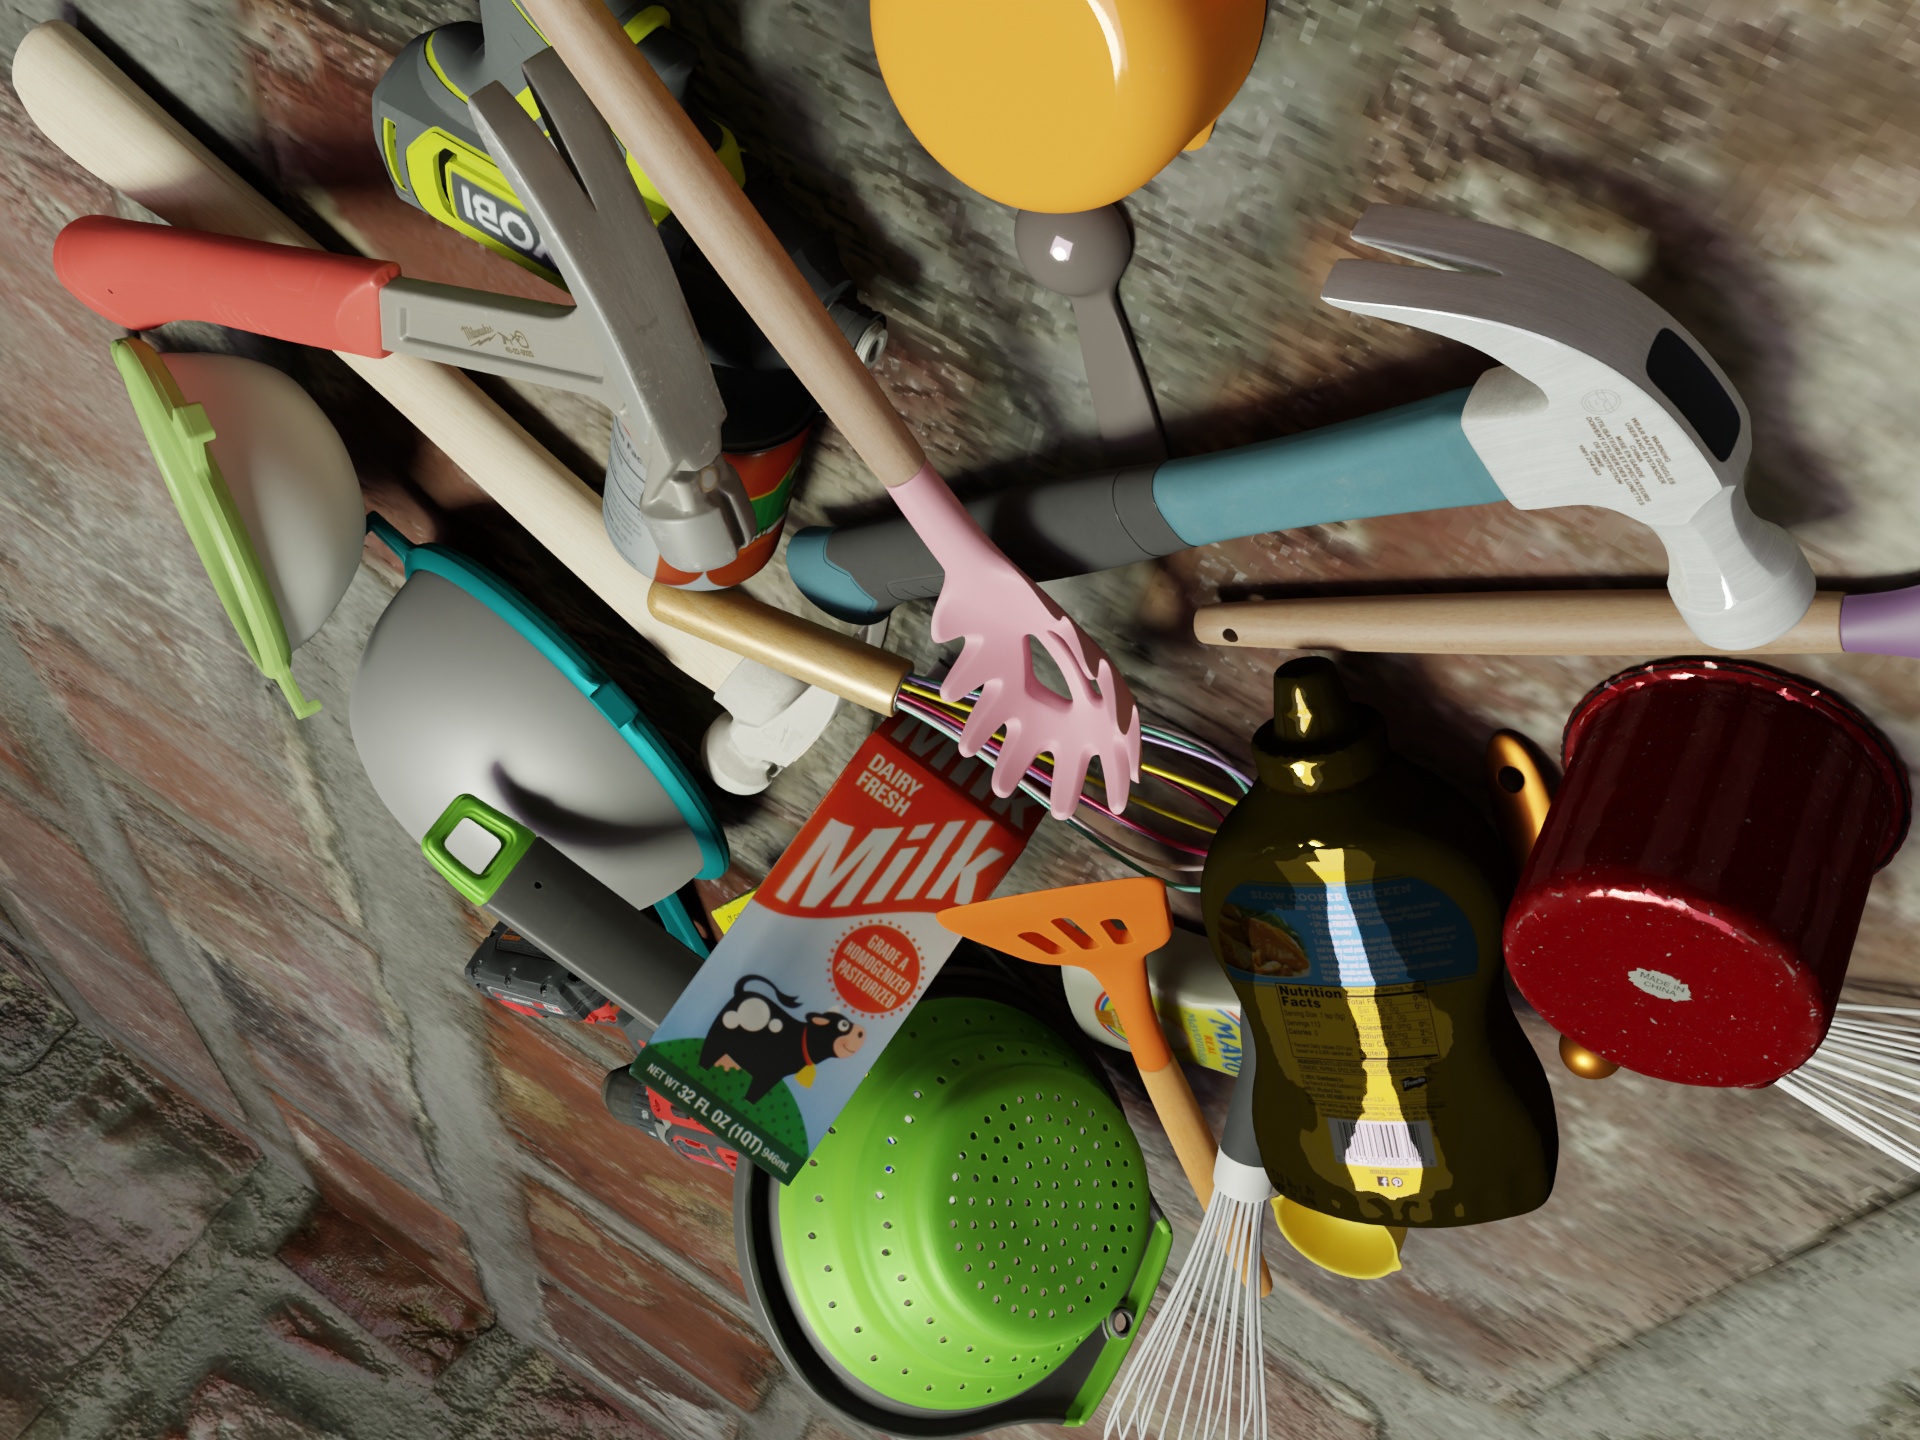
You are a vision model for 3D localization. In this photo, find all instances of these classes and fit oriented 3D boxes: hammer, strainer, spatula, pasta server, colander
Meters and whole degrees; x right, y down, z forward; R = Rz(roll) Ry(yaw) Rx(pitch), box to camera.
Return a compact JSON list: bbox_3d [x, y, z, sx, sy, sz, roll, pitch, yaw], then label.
[{"bbox_3d":[0.056,-0.061,0.468,0.331,0.033,0.128,-4,137,50],"label":"hammer"},{"bbox_3d":[-0.217,-0.149,0.532,0.359,0.037,0.149,19,144,36],"label":"hammer"},{"bbox_3d":[-0.204,0.064,0.795,0.211,0.095,0.340,32,155,29],"label":"strainer"},{"bbox_3d":[0.198,-0.027,0.408,0.316,0.018,0.059,2,126,40],"label":"spatula"},{"bbox_3d":[-0.207,-0.133,0.641,0.410,0.038,0.146,42,145,-6],"label":"hammer"},{"bbox_3d":[-0.326,-0.126,0.719,0.257,0.069,0.151,44,149,41],"label":"strainer"},{"bbox_3d":[-0.032,-0.084,0.439,0.060,0.040,0.315,-8,135,36],"label":"pasta server"},{"bbox_3d":[-0.048,0.155,0.663,0.397,0.204,0.094,40,152,-14],"label":"colander"},{"bbox_3d":[0.083,0.157,0.639,0.081,0.041,0.322,-11,130,18],"label":"spatula"}]

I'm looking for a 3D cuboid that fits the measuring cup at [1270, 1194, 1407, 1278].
[{"bbox_3d":[0.177,0.183,0.684,0.062,0.029,0.156,24,132,20],"label":"measuring cup"}]

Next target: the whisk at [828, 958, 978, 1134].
[{"bbox_3d":[-0.032,0.186,0.854,0.055,0.055,0.238,35,142,5],"label":"whisk"}]

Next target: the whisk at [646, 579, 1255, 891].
[{"bbox_3d":[-0.001,-0.001,0.569,0.245,0.047,0.051,22,104,10],"label":"whisk"}]

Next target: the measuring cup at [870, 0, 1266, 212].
[{"bbox_3d":[0.048,-0.169,0.343,0.174,0.052,0.095,-9,125,50],"label":"measuring cup"}]

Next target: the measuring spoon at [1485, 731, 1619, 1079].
[{"bbox_3d":[0.182,0.059,0.494,0.021,0.011,0.117,-10,101,45],"label":"measuring spoon"}]

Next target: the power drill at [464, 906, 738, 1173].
[{"bbox_3d":[-0.211,0.204,1.018,0.188,0.080,0.226,1,135,43],"label":"power drill"}]

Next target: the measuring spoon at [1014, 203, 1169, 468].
[{"bbox_3d":[0.042,-0.098,0.467,0.034,0.018,0.124,10,139,35],"label":"measuring spoon"}]

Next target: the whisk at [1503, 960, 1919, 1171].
[{"bbox_3d":[0.234,0.092,0.501,0.246,0.057,0.059,17,107,32],"label":"whisk"}]

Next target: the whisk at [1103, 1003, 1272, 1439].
[{"bbox_3d":[0.102,0.199,0.609,0.070,0.070,0.284,17,107,28],"label":"whisk"}]

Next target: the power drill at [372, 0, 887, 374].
[{"bbox_3d":[-0.087,-0.197,0.421,0.171,0.080,0.223,31,150,10],"label":"power drill"}]
